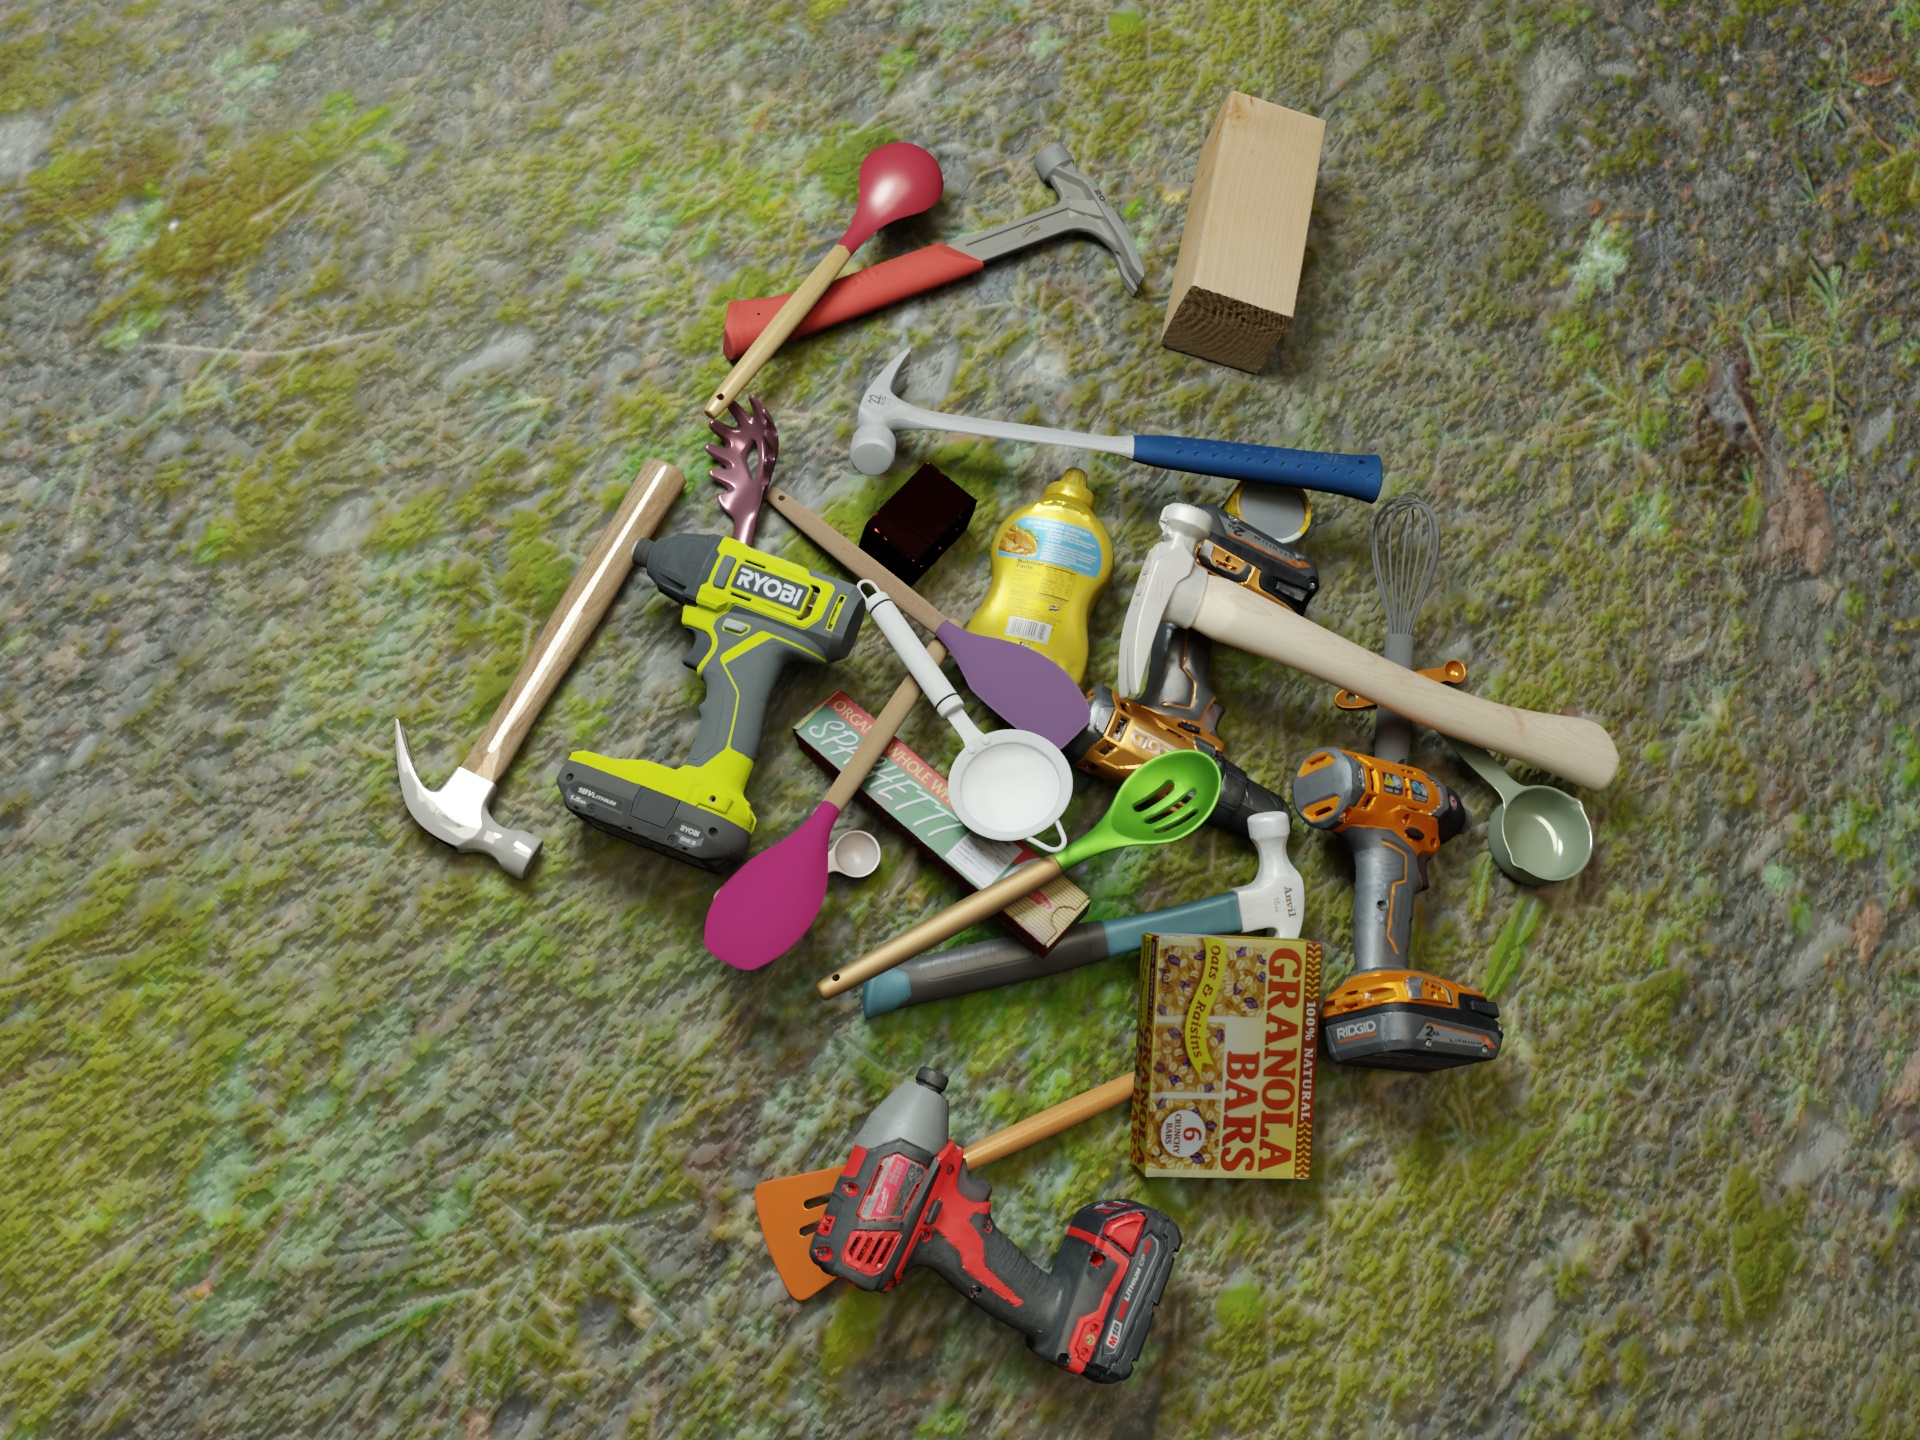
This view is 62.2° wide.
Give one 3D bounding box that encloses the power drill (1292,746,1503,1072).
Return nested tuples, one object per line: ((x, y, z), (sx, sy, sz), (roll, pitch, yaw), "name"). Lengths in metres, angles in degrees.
((0.331, 0.139, 1.175), (0.164, 0.084, 0.227), (12, 64, -32), "power drill")

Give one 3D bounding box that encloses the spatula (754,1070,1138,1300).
((0.019, 0.297, 1.101), (0.322, 0.041, 0.081), (-19, 76, -20), "spatula")

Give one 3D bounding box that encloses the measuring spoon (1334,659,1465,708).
((0.354, -0.028, 1.284), (0.117, 0.011, 0.021), (-14, 82, -11), "measuring spoon")

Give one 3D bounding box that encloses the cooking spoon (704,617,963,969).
((-0.078, 0.042, 1.120), (0.069, 0.017, 0.319), (23, 58, 18), "cooking spoon")

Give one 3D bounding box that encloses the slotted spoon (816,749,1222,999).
((0.043, 0.109, 1.085), (0.314, 0.031, 0.070), (-28, 48, -11), "slotted spoon")

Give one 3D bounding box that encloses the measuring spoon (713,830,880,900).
((-0.118, 0.111, 1.146), (0.124, 0.018, 0.034), (-17, 77, -9), "measuring spoon")

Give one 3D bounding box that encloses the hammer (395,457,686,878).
((-0.294, -0.056, 1.159), (0.130, 0.031, 0.331), (26, 68, -1), "hammer")

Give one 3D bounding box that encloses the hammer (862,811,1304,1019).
((0.090, 0.159, 1.143), (0.331, 0.033, 0.128), (-11, 92, -9), "hammer")

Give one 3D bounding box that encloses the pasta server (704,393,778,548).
((-0.174, -0.094, 1.191), (0.060, 0.040, 0.316), (-6, 69, 31), "pasta server")

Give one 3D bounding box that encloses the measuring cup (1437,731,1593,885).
((0.421, 0.058, 1.251), (0.083, 0.038, 0.168), (-37, 79, -20), "measuring cup")

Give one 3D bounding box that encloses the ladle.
((-0.109, -0.354, 1.261), (0.069, 0.031, 0.315), (34, 69, 1), "ladle")

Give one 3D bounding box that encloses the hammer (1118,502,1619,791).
((0.314, -0.020, 1.193), (0.410, 0.038, 0.146), (21, 80, -13), "hammer")

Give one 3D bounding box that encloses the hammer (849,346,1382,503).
((0.123, -0.218, 1.237), (0.405, 0.035, 0.144), (7, 42, -1), "hammer")

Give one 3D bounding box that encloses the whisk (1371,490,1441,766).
((0.348, -0.065, 1.261), (0.055, 0.055, 0.239), (7, 82, -8), "whisk")

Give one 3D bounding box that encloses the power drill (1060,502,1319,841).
((0.198, -0.029, 1.218), (0.185, 0.084, 0.226), (28, 73, -8), "power drill")

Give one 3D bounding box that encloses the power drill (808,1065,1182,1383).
((0.024, 0.328, 1.038), (0.219, 0.078, 0.143), (28, 72, -11), "power drill")

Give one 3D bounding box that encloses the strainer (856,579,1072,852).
((-0.002, -0.004, 1.132), (0.087, 0.050, 0.259), (-30, 70, -13), "strainer")

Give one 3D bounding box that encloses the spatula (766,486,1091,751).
((-0.030, -0.085, 1.185), (0.316, 0.018, 0.060), (38, 69, 20), "spatula")

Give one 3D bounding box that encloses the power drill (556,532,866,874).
((-0.185, -0.019, 1.122), (0.171, 0.080, 0.223), (20, 76, 7), "power drill")

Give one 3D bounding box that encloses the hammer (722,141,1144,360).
((-0.028, -0.364, 1.313), (0.359, 0.036, 0.149), (-25, 77, -18), "hammer")
